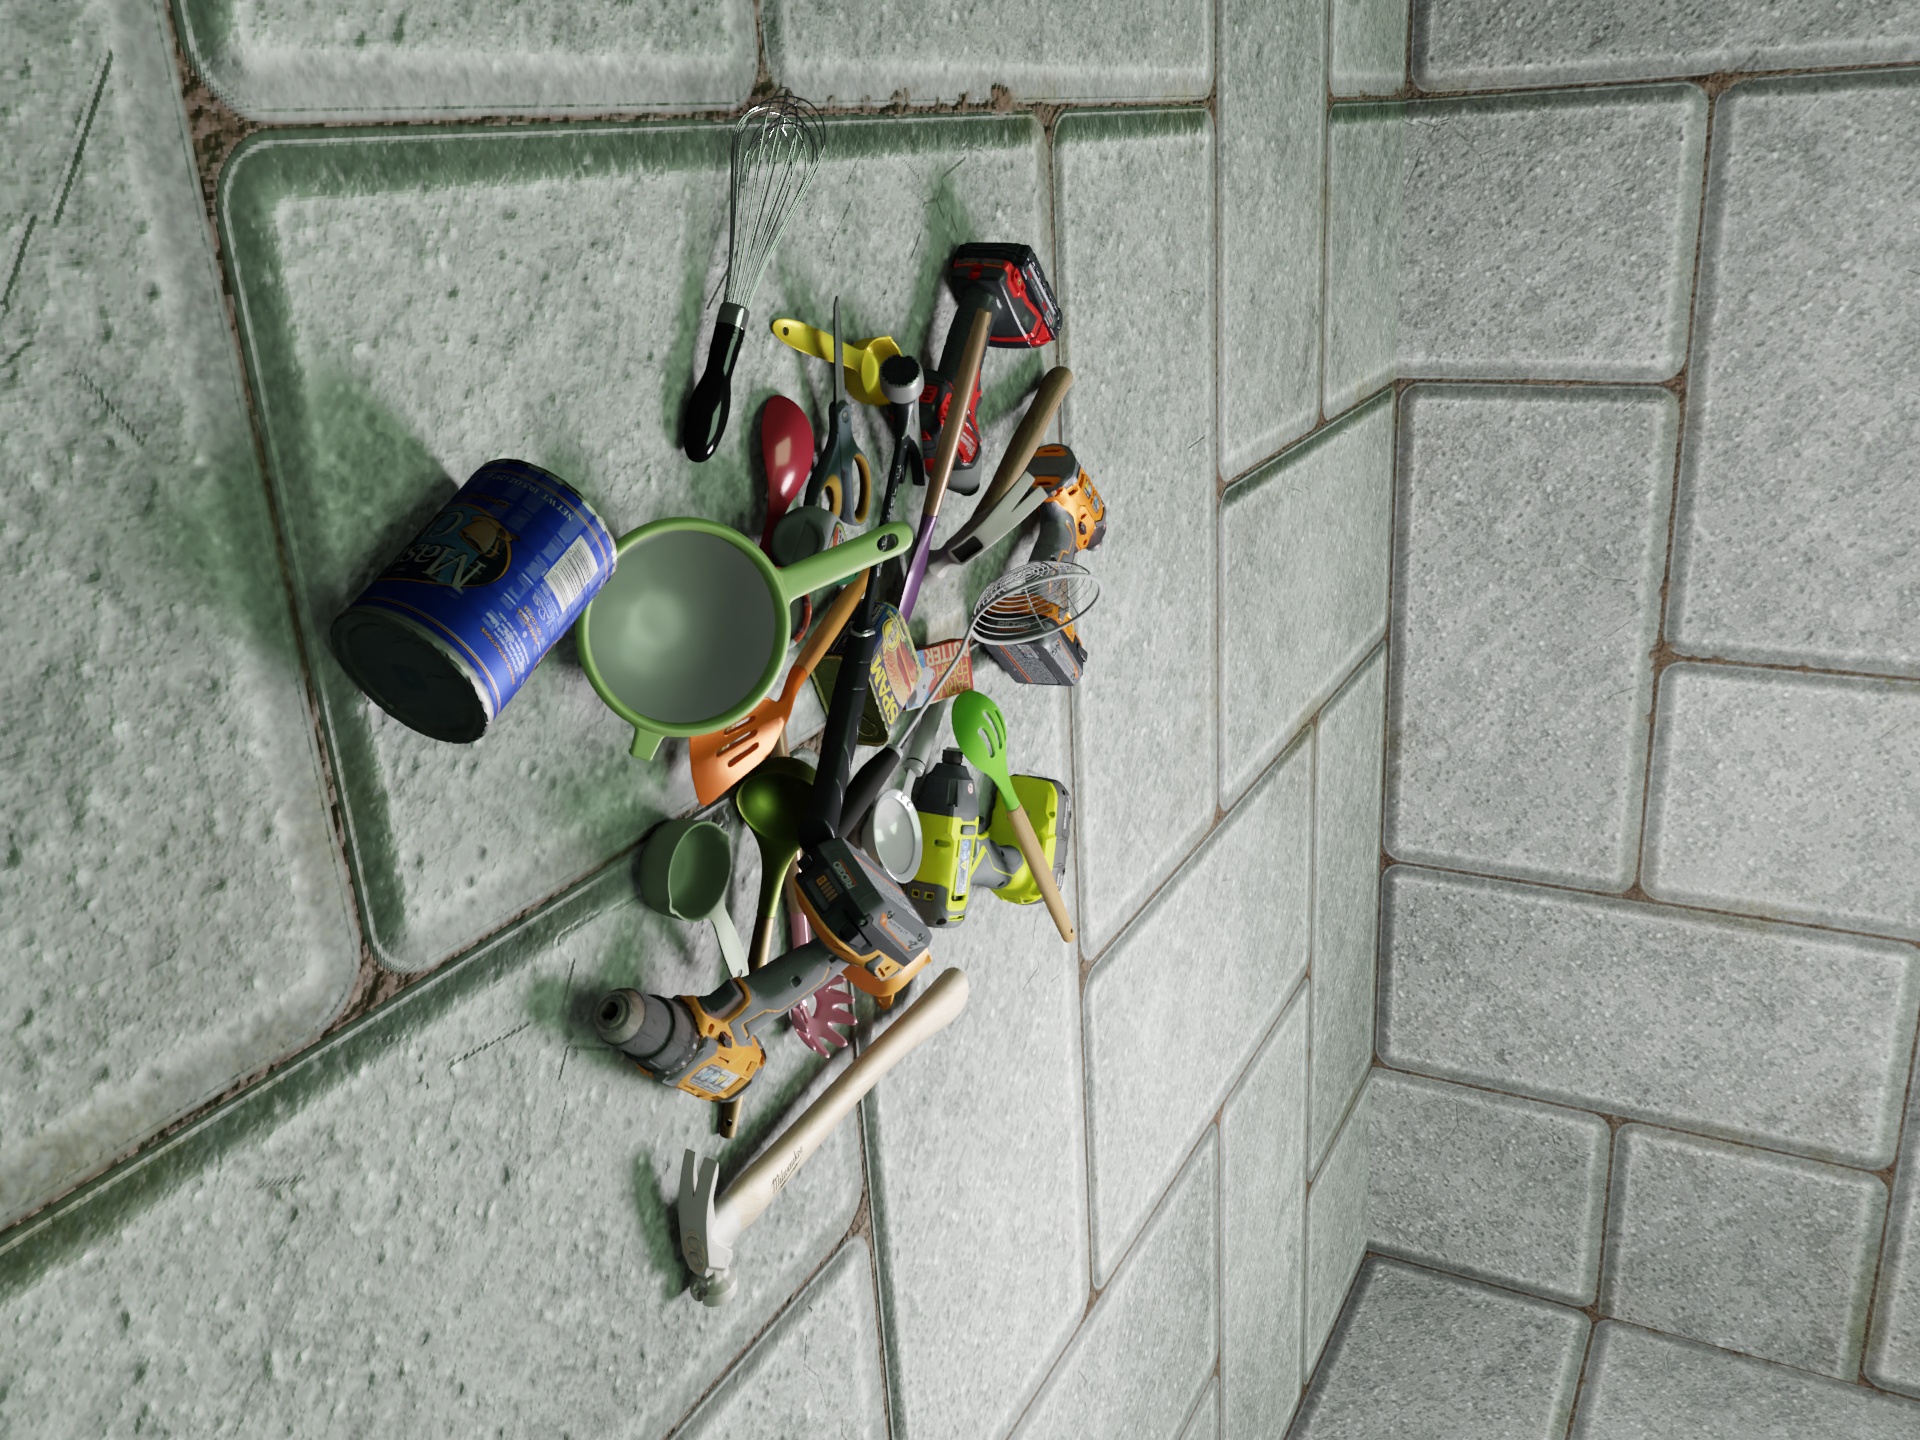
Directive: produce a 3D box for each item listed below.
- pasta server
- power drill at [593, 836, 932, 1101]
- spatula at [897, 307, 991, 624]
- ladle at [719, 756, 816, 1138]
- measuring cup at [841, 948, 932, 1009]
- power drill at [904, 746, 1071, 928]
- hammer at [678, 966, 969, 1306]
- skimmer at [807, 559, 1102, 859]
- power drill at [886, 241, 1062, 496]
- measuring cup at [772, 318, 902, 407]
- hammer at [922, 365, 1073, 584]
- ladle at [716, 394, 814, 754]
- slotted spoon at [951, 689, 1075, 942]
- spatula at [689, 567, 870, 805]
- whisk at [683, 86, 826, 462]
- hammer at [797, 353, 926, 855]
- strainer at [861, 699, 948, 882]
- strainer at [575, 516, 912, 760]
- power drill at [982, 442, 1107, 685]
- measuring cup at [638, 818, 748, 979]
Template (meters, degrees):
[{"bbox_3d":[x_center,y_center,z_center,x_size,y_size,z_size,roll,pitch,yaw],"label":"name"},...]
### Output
[{"bbox_3d":[-0.134,0.136,1.338,0.060,0.040,0.316,-26,118,-46],"label":"pasta server"},{"bbox_3d":[-0.150,0.188,1.179,0.226,0.084,0.185,-39,148,2],"label":"power drill"},{"bbox_3d":[-0.019,-0.207,1.398,0.060,0.018,0.315,-54,162,-64],"label":"spatula"},{"bbox_3d":[-0.163,0.185,1.278,0.062,0.078,0.320,-74,174,-85],"label":"ladle"},{"bbox_3d":[-0.081,0.229,1.436,0.052,0.095,0.173,-41,154,-34],"label":"measuring cup"},{"bbox_3d":[0.026,0.114,1.598,0.223,0.080,0.171,5,92,-59],"label":"power drill"},{"bbox_3d":[-0.106,0.326,1.402,0.411,0.038,0.146,-38,136,-51],"label":"hammer"},{"bbox_3d":[-0.002,-0.005,1.424,0.363,0.090,0.127,-55,170,-20],"label":"skimmer"},{"bbox_3d":[0.013,-0.320,1.469,0.143,0.078,0.220,54,53,-52],"label":"power drill"},{"bbox_3d":[-0.106,-0.301,1.308,0.156,0.029,0.062,10,90,-51],"label":"measuring cup"},{"bbox_3d":[0.056,-0.257,1.550,0.031,0.130,0.331,47,41,-19],"label":"hammer"},{"bbox_3d":[-0.160,-0.102,1.244,0.069,0.031,0.315,23,77,-62],"label":"ladle"},{"bbox_3d":[0.061,0.102,1.562,0.070,0.031,0.313,-53,132,-40],"label":"slotted spoon"},{"bbox_3d":[-0.131,-0.054,1.289,0.323,0.041,0.081,-62,158,-49],"label":"spatula"},{"bbox_3d":[-0.159,-0.326,1.164,0.070,0.070,0.284,21,82,-62],"label":"whisk"},{"bbox_3d":[-0.076,-0.086,1.279,0.149,0.036,0.409,85,14,-66],"label":"hammer"},{"bbox_3d":[-0.046,0.051,1.482,0.086,0.050,0.259,53,44,-42],"label":"strainer"},{"bbox_3d":[-0.155,-0.089,1.130,0.256,0.069,0.151,-26,108,-21],"label":"strainer"},{"bbox_3d":[0.101,-0.153,1.671,0.164,0.084,0.227,46,53,-57],"label":"power drill"},{"bbox_3d":[-0.200,0.145,1.216,0.083,0.038,0.167,-56,145,-40],"label":"measuring cup"}]
